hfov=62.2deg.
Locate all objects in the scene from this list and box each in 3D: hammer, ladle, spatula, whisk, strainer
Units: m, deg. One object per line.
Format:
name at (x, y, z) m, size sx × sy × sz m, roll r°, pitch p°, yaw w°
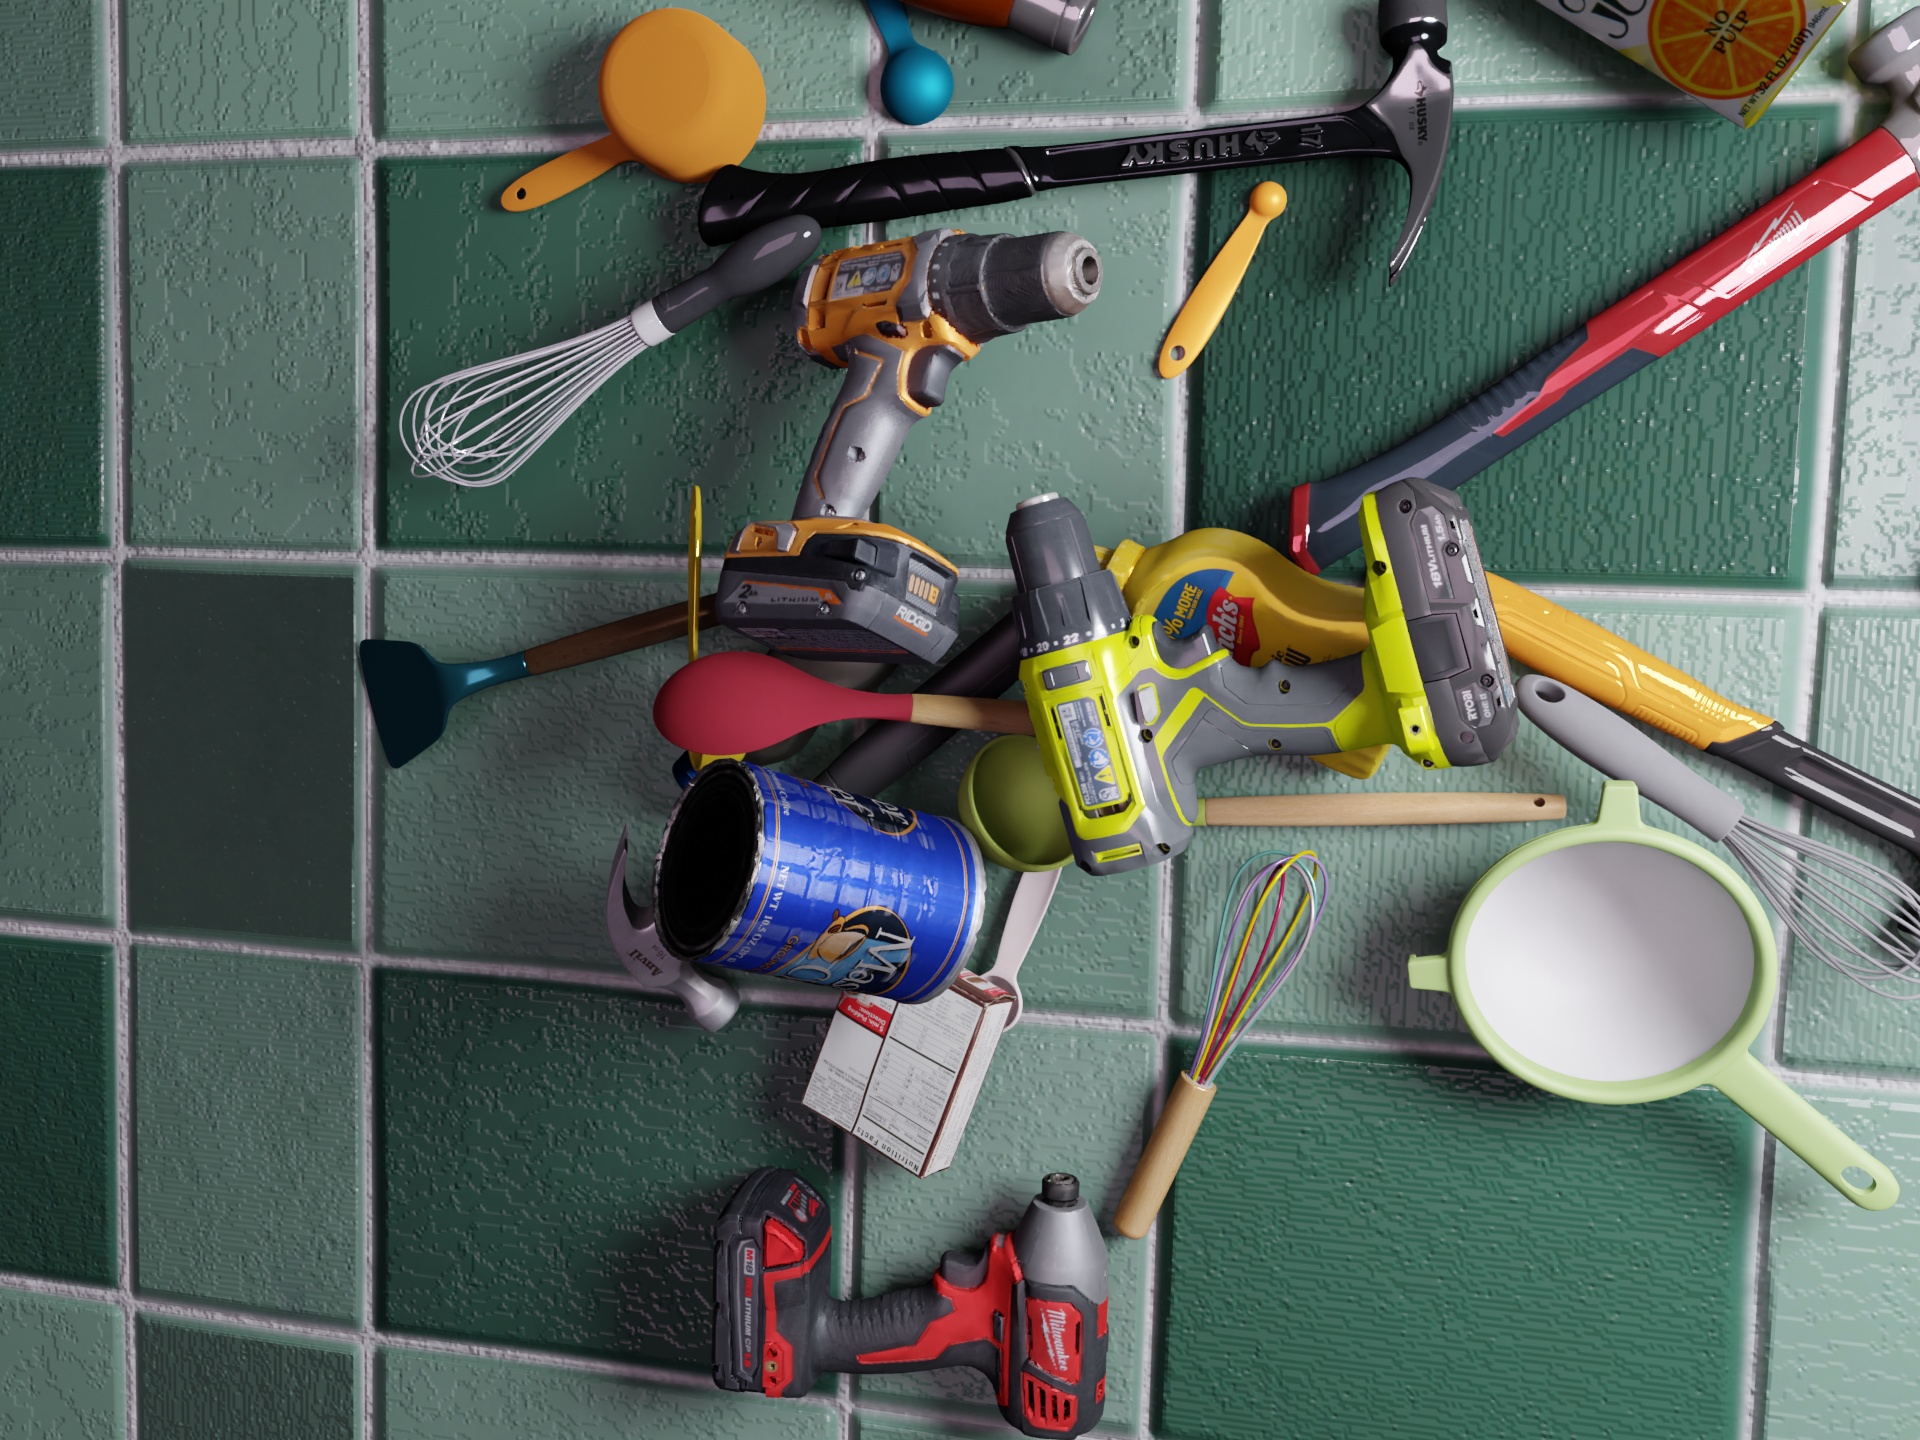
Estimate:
hammer at (0.378, -0.010, 0.807) m, size 0.337 × 0.034 × 0.127 m, roll 28°, pitch 100°, yaw 9°
ladle at (-0.001, -0.003, 0.839) m, size 0.315 × 0.069 × 0.031 m, roll 4°, pitch 139°, yaw -12°
spatula at (-0.224, -0.043, 0.930) m, size 0.317 × 0.044 × 0.082 m, roll -14°, pitch 91°, yaw 15°
hammer at (0.341, -0.178, 0.801) m, size 0.386 × 0.038 × 0.143 m, roll -34°, pitch 88°, yaw 13°
whisk at (0.372, 0.052, 0.777) m, size 0.239 × 0.055 × 0.055 m, roll 37°, pitch 101°, yaw 12°
whisk at (-0.200, -0.209, 0.898) m, size 0.284 × 0.070 × 0.070 m, roll -25°, pitch 89°, yaw 17°
strainer at (0.366, 0.147, 0.806) m, size 0.256 × 0.069 × 0.151 m, roll 40°, pitch 114°, yaw 0°
ladle at (0.158, 0.044, 0.851) m, size 0.320 × 0.062 × 0.078 m, roll -1°, pitch 64°, yaw 10°
whisk at (0.137, 0.178, 0.872) m, size 0.051 × 0.047 × 0.245 m, roll 24°, pitch 102°, yaw 9°
hammer at (0.052, -0.291, 0.853) m, size 0.409 × 0.036 × 0.149 m, roll -2°, pitch 85°, yaw 15°
hammer at (-0.065, 0.038, 0.892) m, size 0.331 × 0.033 × 0.128 m, roll -39°, pitch 115°, yaw 9°

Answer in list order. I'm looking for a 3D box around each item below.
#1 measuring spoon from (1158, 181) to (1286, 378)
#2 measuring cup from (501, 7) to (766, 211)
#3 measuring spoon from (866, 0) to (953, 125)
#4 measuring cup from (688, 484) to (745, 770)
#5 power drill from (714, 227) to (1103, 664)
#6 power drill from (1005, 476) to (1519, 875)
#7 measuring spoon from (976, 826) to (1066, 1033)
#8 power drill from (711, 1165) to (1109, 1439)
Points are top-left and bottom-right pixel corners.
measuring spoon at (0.139, -0.236, 0.855) m, size 0.021 × 0.011 × 0.117 m, roll 32°, pitch 100°, yaw 9°
measuring cup at (-0.197, -0.336, 0.902) m, size 0.173 × 0.052 × 0.095 m, roll -23°, pitch 89°, yaw 11°
measuring spoon at (-0.041, -0.393, 0.878) m, size 0.042 × 0.021 × 0.128 m, roll -21°, pitch 89°, yaw 14°
measuring cup at (-0.133, -0.051, 0.869) m, size 0.029 × 0.062 × 0.156 m, roll 0°, pitch 86°, yaw -19°
power drill at (-0.025, -0.146, 0.811) m, size 0.185 × 0.084 × 0.226 m, roll 4°, pitch 75°, yaw 40°
power drill at (0.135, -0.039, 0.770) m, size 0.228 × 0.080 × 0.190 m, roll -15°, pitch 93°, yaw 24°
measuring spoon at (0.037, 0.119, 0.906) m, size 0.034 × 0.018 × 0.124 m, roll 22°, pitch 92°, yaw 26°
power drill at (-0.025, 0.321, 0.904) m, size 0.219 × 0.078 × 0.143 m, roll 3°, pitch 96°, yaw 9°
